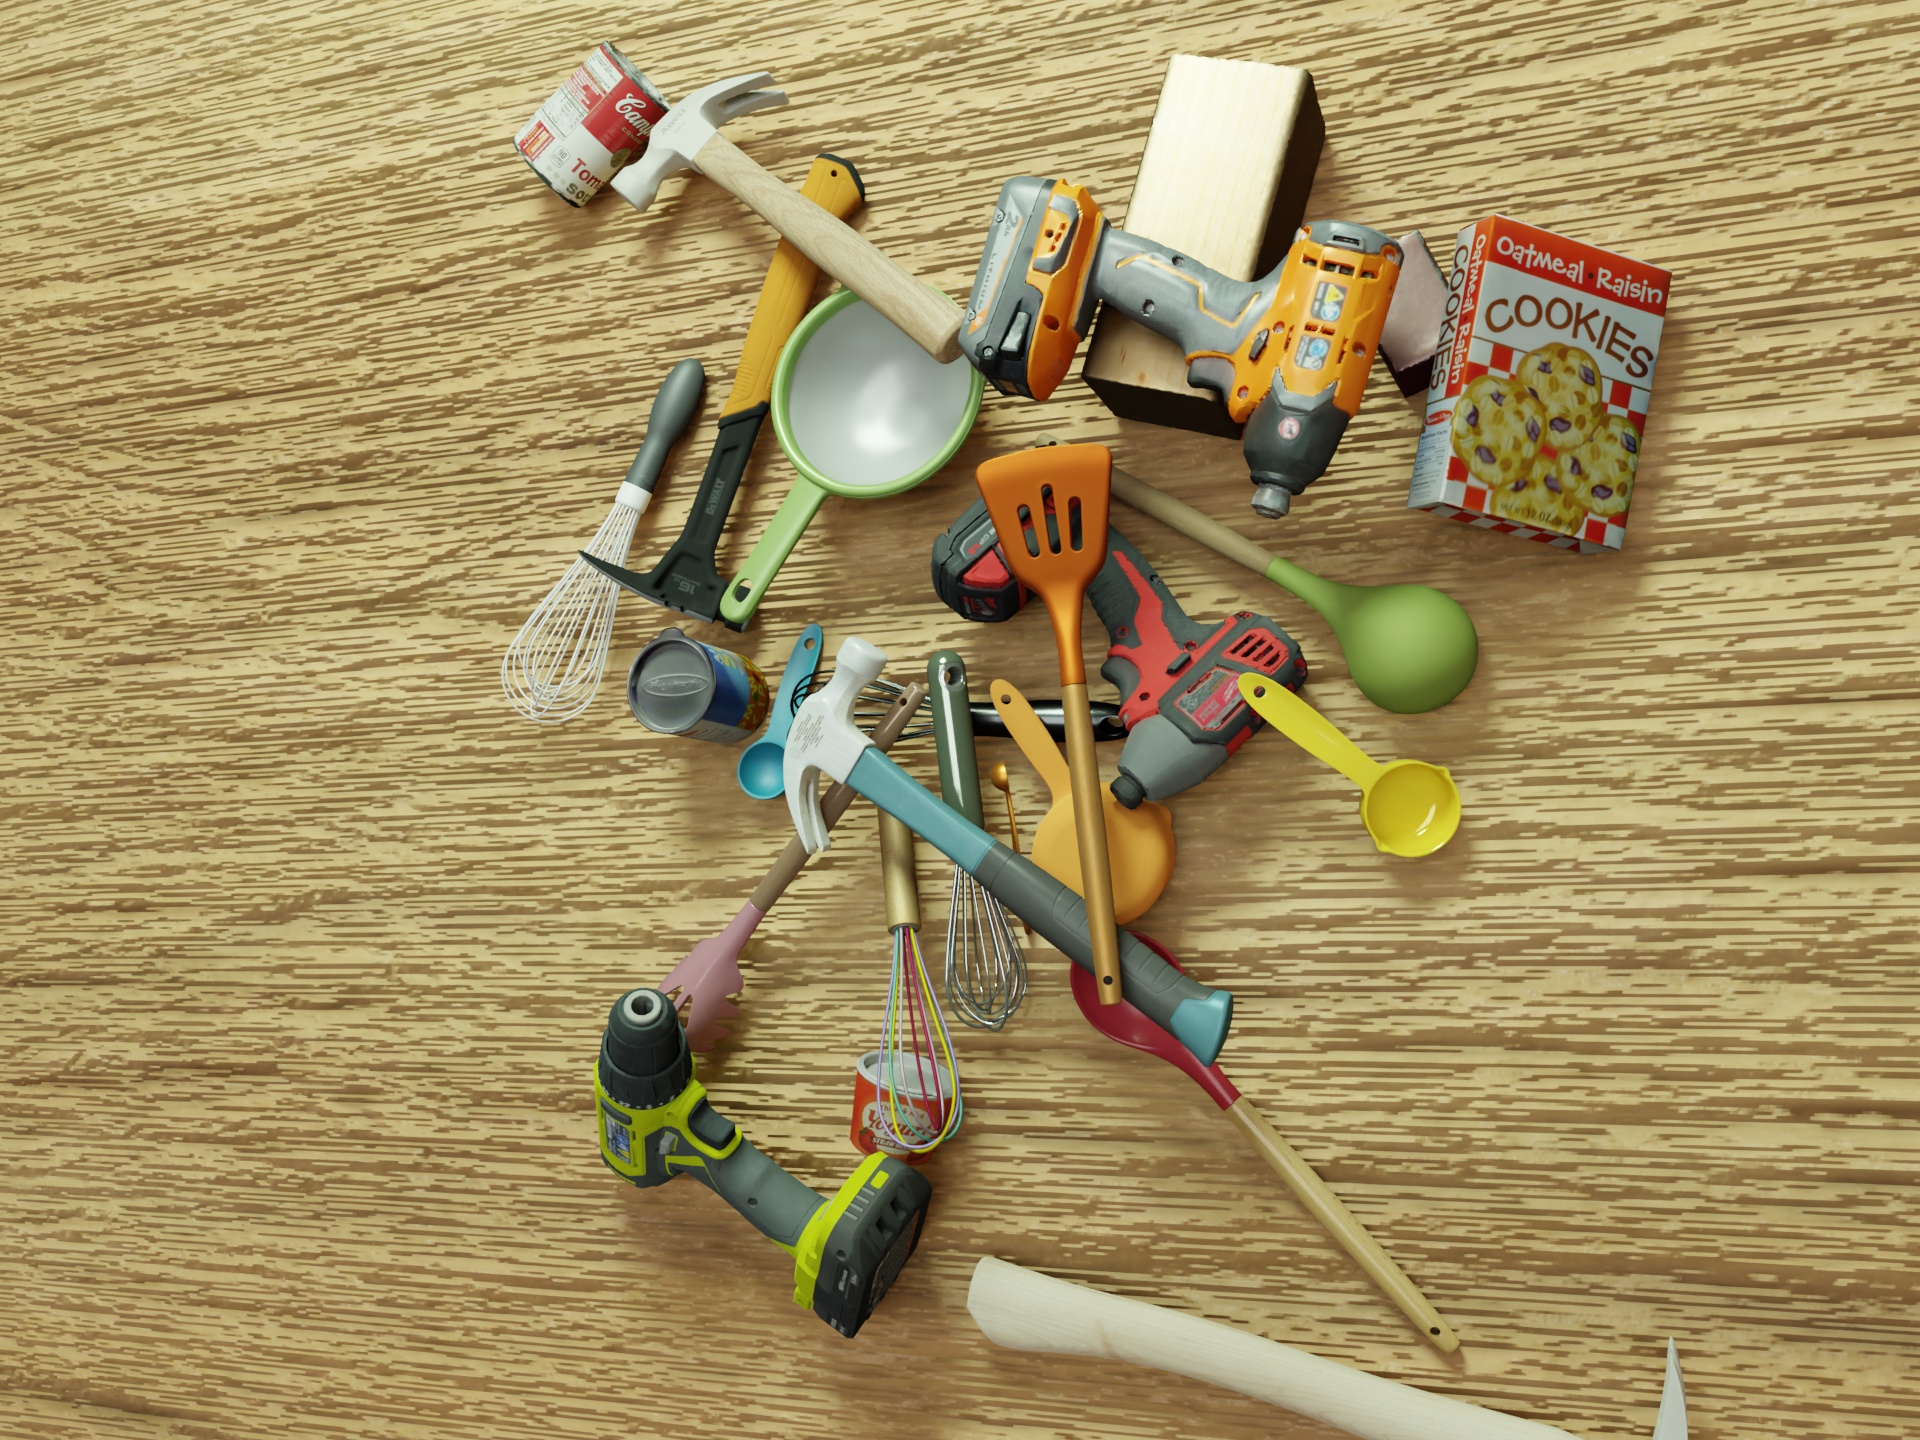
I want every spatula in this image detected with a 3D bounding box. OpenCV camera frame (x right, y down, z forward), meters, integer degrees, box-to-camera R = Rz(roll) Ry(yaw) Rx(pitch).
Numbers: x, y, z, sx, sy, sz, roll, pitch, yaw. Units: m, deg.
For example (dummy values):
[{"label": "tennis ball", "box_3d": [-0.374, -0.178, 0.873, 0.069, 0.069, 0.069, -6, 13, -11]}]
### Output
[{"label": "spatula", "box_3d": [0.067, 0.003, 0.922, 0.081, 0.041, 0.323, -7, 83, 7]}]

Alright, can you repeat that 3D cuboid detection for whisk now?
[{"label": "whisk", "box_3d": [-0.001, -0.004, 1.045, 0.239, 0.055, 0.055, 2, 85, 15]}, {"label": "whisk", "box_3d": [-0.030, 0.151, 1.004, 0.051, 0.047, 0.245, 5, 57, -19]}, {"label": "whisk", "box_3d": [-0.247, -0.130, 1.141, 0.070, 0.070, 0.284, 23, 87, 20]}, {"label": "whisk", "box_3d": [0.004, 0.077, 1.013, 0.057, 0.059, 0.246, -8, 93, -25]}]

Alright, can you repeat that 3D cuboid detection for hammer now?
[{"label": "hammer", "box_3d": [0.027, 0.091, 0.963, 0.331, 0.033, 0.128, 36, 102, 17]}, {"label": "hammer", "box_3d": [0.200, 0.378, 0.929, 0.411, 0.038, 0.146, 10, 97, 22]}, {"label": "hammer", "box_3d": [-0.103, -0.334, 1.065, 0.130, 0.031, 0.332, -48, 60, 2]}, {"label": "hammer", "box_3d": [-0.151, -0.238, 1.109, 0.127, 0.034, 0.337, 21, 88, -9]}]

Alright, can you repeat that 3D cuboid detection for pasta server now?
[{"label": "pasta server", "box_3d": [-0.115, 0.101, 1.058, 0.060, 0.040, 0.316, 41, 104, 18]}]

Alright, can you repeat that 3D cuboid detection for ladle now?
[{"label": "ladle", "box_3d": [0.176, -0.104, 1.000, 0.320, 0.062, 0.078, 34, 90, 26]}, {"label": "ladle", "box_3d": [0.184, 0.251, 0.961, 0.069, 0.031, 0.315, -47, 74, 15]}]

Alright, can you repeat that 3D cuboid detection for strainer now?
[{"label": "strainer", "box_3d": [-0.075, -0.170, 1.072, 0.152, 0.069, 0.256, 36, 96, 21]}]

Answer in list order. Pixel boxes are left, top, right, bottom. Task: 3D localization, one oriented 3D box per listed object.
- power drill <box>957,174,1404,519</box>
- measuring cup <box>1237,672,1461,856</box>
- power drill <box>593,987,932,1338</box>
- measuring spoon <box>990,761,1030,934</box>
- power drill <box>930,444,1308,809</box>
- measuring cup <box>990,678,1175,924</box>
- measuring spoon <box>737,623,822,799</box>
[{"label": "power drill", "box_3d": [0.120, -0.215, 0.909, 0.226, 0.084, 0.164, 16, 91, 15]}, {"label": "measuring cup", "box_3d": [0.226, 0.021, 0.945, 0.156, 0.029, 0.062, 38, 95, -1]}, {"label": "power drill", "box_3d": [-0.135, 0.271, 0.999, 0.228, 0.190, 0.080, 30, 51, 16]}, {"label": "measuring spoon", "box_3d": [0.032, 0.083, 1.018, 0.011, 0.021, 0.117, -10, 102, -4]}, {"label": "power drill", "box_3d": [0.090, -0.054, 0.987, 0.143, 0.078, 0.220, -44, 74, -9]}, {"label": "measuring cup", "box_3d": [0.065, 0.050, 0.990, 0.095, 0.052, 0.173, -34, 89, 15]}, {"label": "measuring spoon", "box_3d": [-0.118, -0.005, 1.103, 0.042, 0.021, 0.129, 15, 80, 20]}]
